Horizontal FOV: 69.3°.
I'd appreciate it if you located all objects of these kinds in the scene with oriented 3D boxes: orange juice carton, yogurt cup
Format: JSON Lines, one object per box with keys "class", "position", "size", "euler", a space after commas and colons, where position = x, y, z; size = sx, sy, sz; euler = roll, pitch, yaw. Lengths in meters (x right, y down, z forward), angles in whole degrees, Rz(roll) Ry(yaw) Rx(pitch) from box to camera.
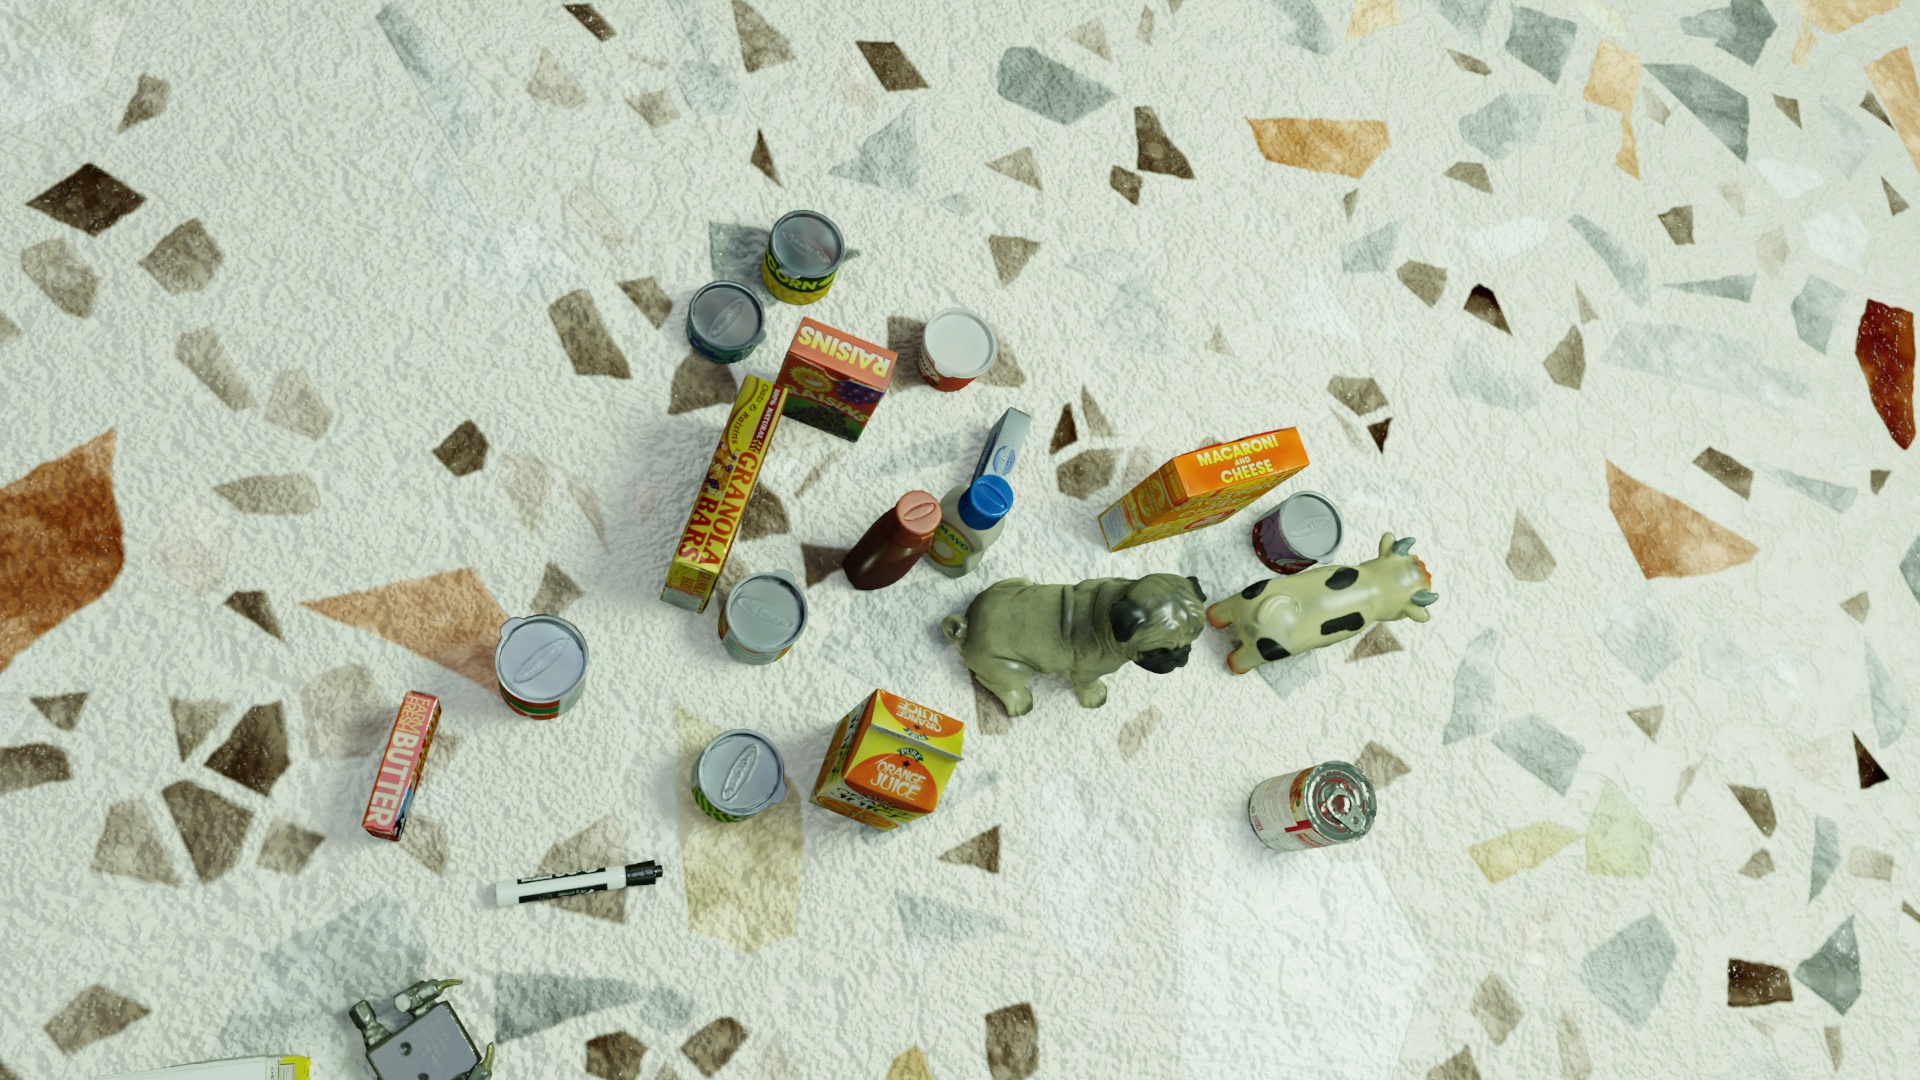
{"class": "orange juice carton", "position": [-0.054, 0.166, 1.048], "size": [0.072, 0.192, 0.073], "euler": [23, 68, -9]}
{"class": "yogurt cup", "position": [-0.006, -0.168, 1.247], "size": [0.072, 0.053, 0.072], "euler": [5, 72, -15]}

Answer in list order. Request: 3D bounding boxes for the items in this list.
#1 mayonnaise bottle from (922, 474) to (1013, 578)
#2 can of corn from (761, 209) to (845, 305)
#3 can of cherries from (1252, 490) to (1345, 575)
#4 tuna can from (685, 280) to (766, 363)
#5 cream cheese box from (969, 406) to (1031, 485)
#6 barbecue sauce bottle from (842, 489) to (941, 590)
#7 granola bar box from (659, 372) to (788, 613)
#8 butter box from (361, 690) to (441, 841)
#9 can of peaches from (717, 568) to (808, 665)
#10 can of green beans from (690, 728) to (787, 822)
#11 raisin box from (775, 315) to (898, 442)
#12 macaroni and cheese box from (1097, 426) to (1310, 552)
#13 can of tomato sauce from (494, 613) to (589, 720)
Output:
{"class": "mayonnaise bottle", "position": [0.004, -0.014, 1.149], "size": [0.065, 0.147, 0.041], "euler": [41, 67, -1]}
{"class": "can of corn", "position": [-0.141, -0.247, 1.229], "size": [0.071, 0.058, 0.071], "euler": [5, 72, -15]}
{"class": "can of cherries", "position": [0.313, -0.004, 1.287], "size": [0.071, 0.058, 0.071], "euler": [5, 72, -15]}
{"class": "tuna can", "position": [-0.202, -0.188, 1.205], "size": [0.071, 0.032, 0.071], "euler": [5, 71, -15]}
{"class": "cream cheese box", "position": [0.029, -0.062, 1.223], "size": [0.024, 0.053, 0.104], "euler": [24, 68, -8]}
{"class": "barbecue sauce bottle", "position": [-0.051, 0.000, 1.127], "size": [0.065, 0.148, 0.044], "euler": [-23, 81, -22]}
{"class": "granola bar box", "position": [-0.189, -0.035, 1.110], "size": [0.039, 0.123, 0.166], "euler": [21, 68, -10]}
{"class": "butter box", "position": [-0.408, 0.165, 1.018], "size": [0.024, 0.053, 0.104], "euler": [15, 69, -12]}
{"class": "can of peaches", "position": [-0.159, 0.062, 1.124], "size": [0.071, 0.058, 0.071], "euler": [5, 72, -15]}
{"class": "can of green beans", "position": [-0.174, 0.184, 1.080], "size": [0.071, 0.057, 0.071], "euler": [5, 72, -15]}
{"class": "raisin box", "position": [-0.109, -0.133, 1.166], "size": [0.086, 0.123, 0.040], "euler": [22, 68, -9]}
{"class": "macaroni and cheese box", "position": [0.207, -0.043, 1.209], "size": [0.124, 0.166, 0.040], "euler": [-15, 78, -20]}
{"class": "can of tomato sauce", "position": [-0.318, 0.096, 1.051], "size": [0.071, 0.082, 0.071], "euler": [5, 72, -15]}
